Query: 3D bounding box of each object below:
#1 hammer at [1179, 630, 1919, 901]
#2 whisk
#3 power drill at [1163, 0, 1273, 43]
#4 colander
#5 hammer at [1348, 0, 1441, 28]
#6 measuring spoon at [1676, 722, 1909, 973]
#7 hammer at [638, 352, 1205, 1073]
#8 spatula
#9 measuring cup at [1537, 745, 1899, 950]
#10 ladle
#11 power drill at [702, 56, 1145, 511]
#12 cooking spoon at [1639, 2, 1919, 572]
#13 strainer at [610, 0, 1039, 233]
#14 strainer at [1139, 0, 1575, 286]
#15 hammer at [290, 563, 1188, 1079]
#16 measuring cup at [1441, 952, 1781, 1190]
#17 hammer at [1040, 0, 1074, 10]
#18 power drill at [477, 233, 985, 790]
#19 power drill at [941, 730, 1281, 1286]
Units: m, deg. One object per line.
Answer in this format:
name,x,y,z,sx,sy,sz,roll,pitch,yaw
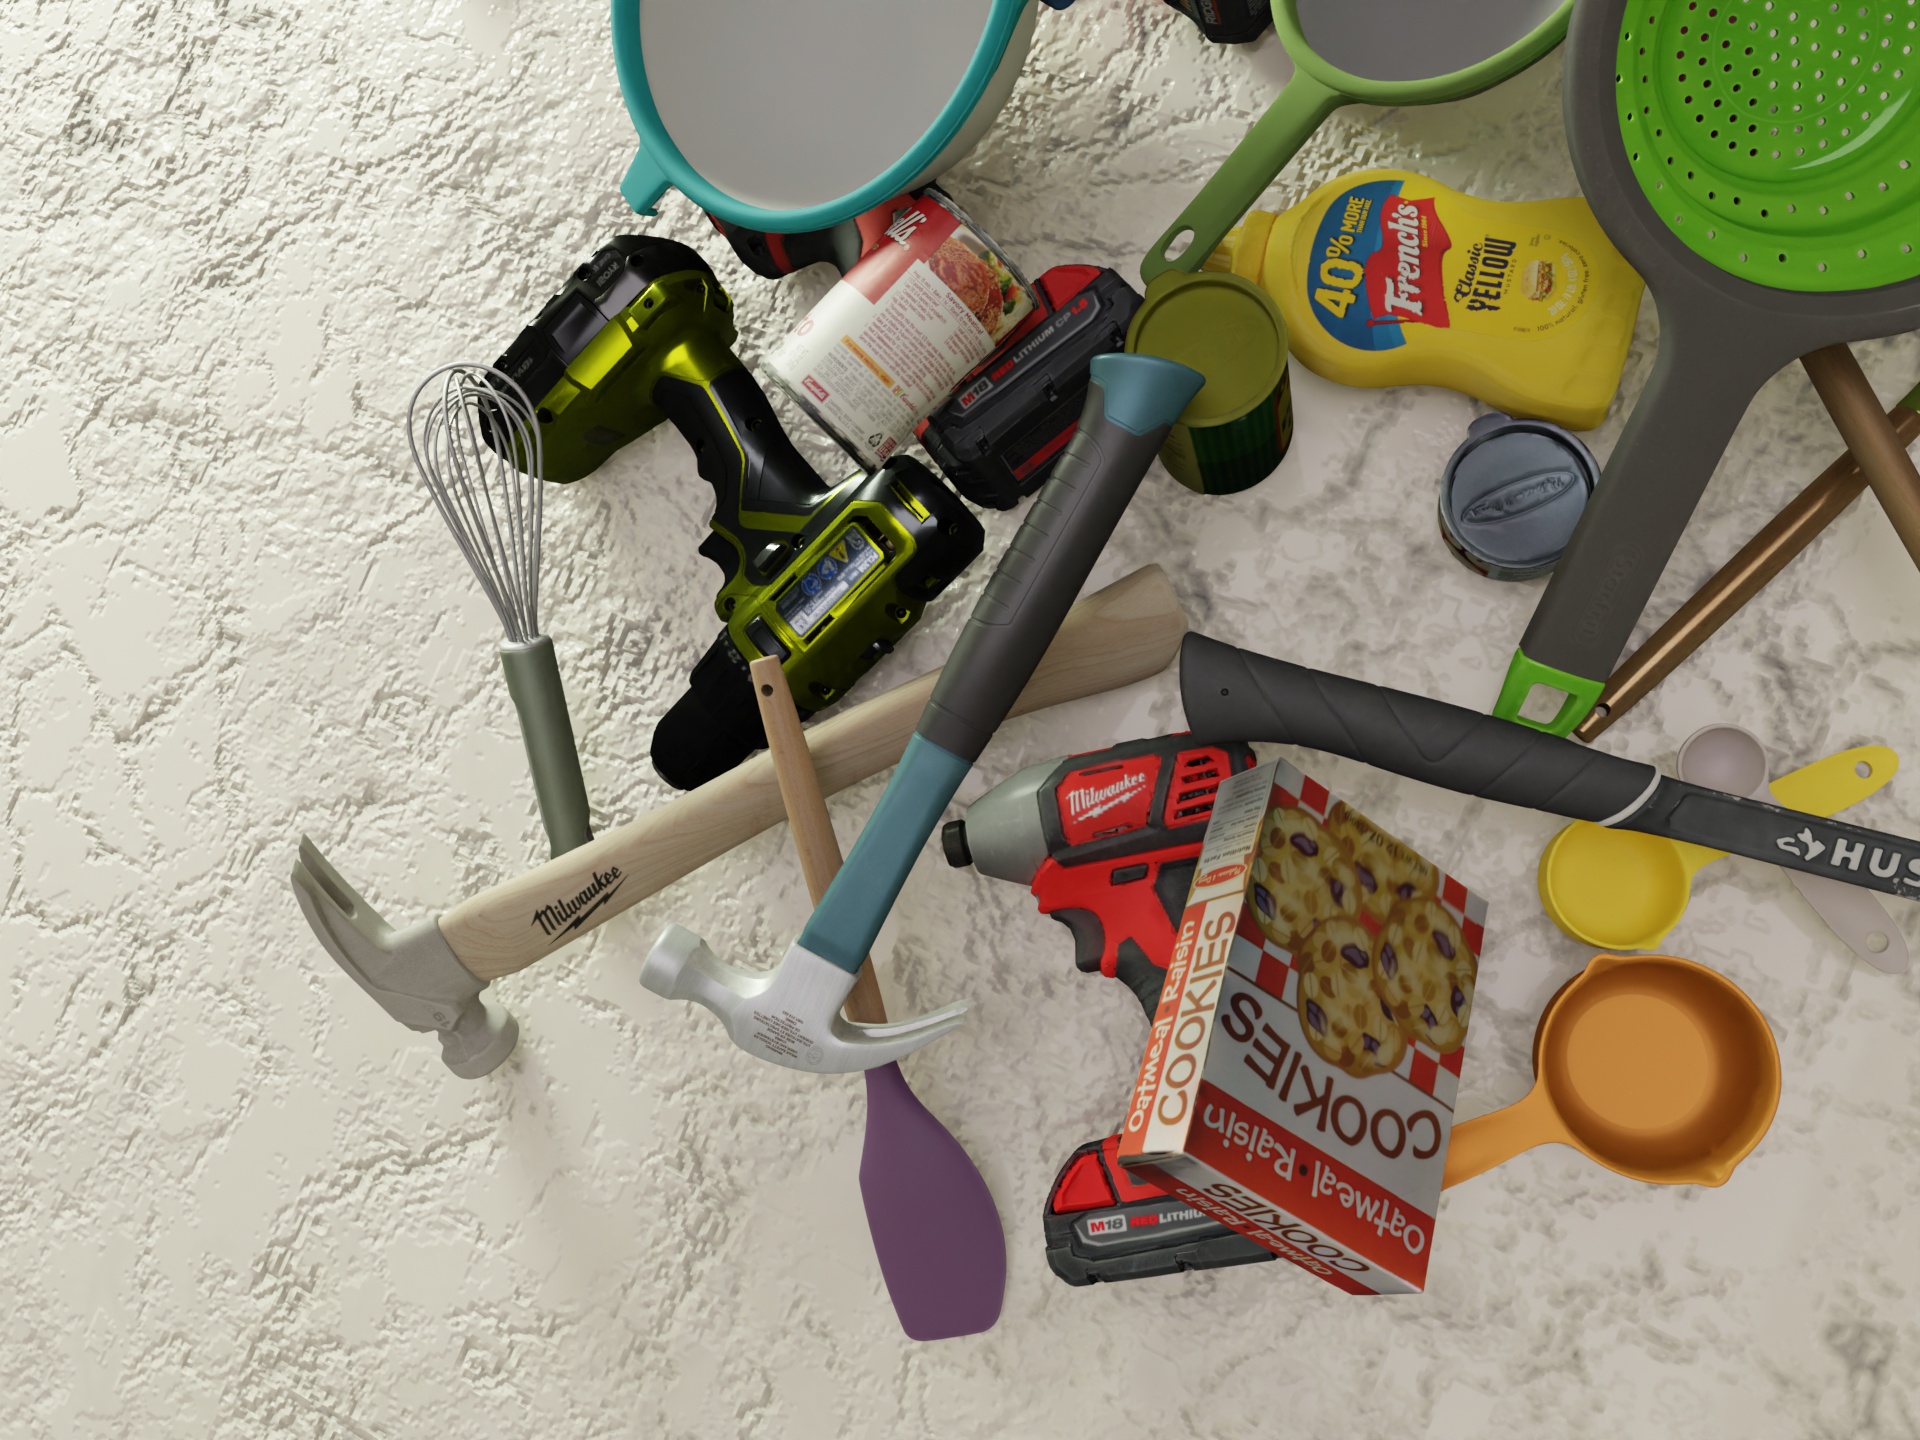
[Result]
hammer,0.283,0.030,0.620,0.409,0.036,0.149,16,99,10
whisk,-0.207,-0.044,0.746,0.059,0.058,0.246,-9,107,-2
power drill,0.073,-0.424,0.762,0.227,0.084,0.164,43,96,20
colander,0.297,-0.178,0.614,0.204,0.094,0.397,19,114,0
hammer,0.352,-0.376,0.704,0.386,0.038,0.143,-6,79,13
measuring spoon,0.334,0.052,0.639,0.034,0.018,0.124,-41,87,9
hammer,-0.001,-0.002,0.649,0.128,0.033,0.331,29,98,0
spatula,-0.040,0.124,0.694,0.060,0.018,0.316,-15,97,11
measuring cup,0.314,0.047,0.661,0.156,0.029,0.062,-23,79,-2
ladle,0.372,-0.108,0.650,0.320,0.062,0.078,-45,74,7
power drill,0.003,-0.235,0.753,0.188,0.080,0.227,-39,72,5
cooking spoon,0.338,-0.178,0.651,0.069,0.017,0.319,-26,71,23
strainer,0.011,-0.302,0.657,0.340,0.095,0.211,10,99,29
strainer,0.178,-0.276,0.683,0.256,0.069,0.152,-48,57,14
hammer,-0.093,0.026,0.720,0.410,0.146,0.038,-26,35,4
measuring cup,0.238,0.157,0.645,0.173,0.052,0.095,-27,76,11
hammer,-0.110,-0.425,0.798,0.406,0.035,0.144,26,88,26
power drill,-0.125,-0.098,0.761,0.190,0.080,0.229,-44,77,12
power drill,0.073,0.118,0.681,0.143,0.078,0.220,-12,76,11
